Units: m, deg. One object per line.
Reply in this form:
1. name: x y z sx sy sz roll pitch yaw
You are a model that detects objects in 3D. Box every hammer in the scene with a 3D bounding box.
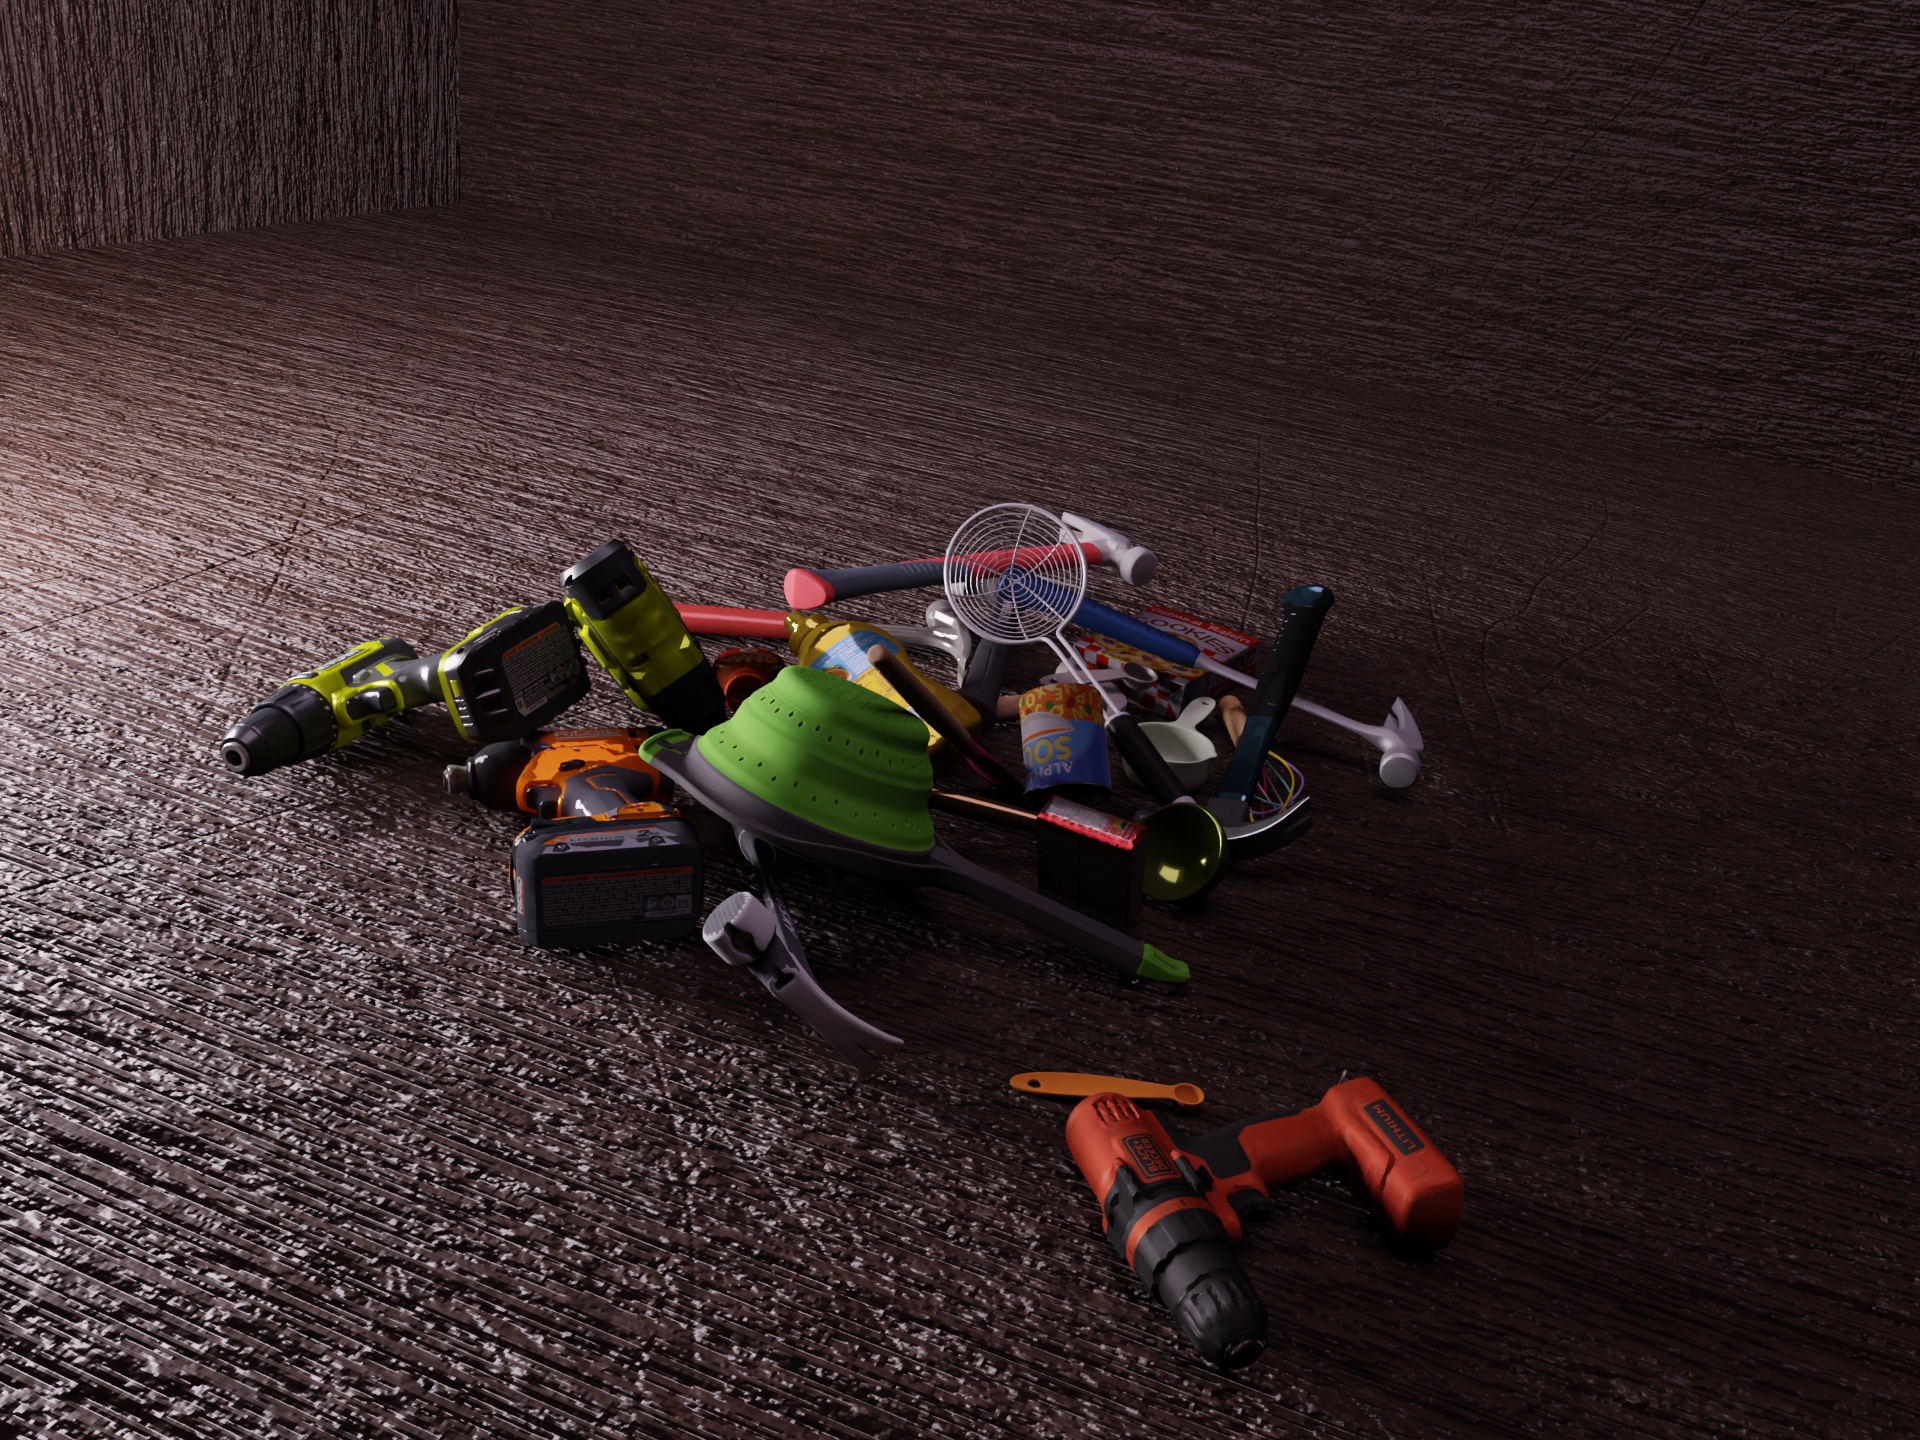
1. hammer: -0.130 0.097 1.072 0.036 0.149 0.409 -41 23 2
2. hammer: 0.252 -0.006 1.316 0.128 0.033 0.331 8 44 24
3. hammer: 0.039 -0.070 1.456 0.146 0.035 0.335 10 25 4
4. hammer: 0.227 -0.052 1.450 0.405 0.035 0.144 24 24 8
5. hammer: -0.001 -0.152 1.534 0.386 0.038 0.143 -10 29 -33
6. hammer: -0.002 -0.004 1.386 0.331 0.031 0.130 -6 28 -26
7. hammer: -0.170 -0.086 1.506 0.359 0.036 0.149 4 25 -9

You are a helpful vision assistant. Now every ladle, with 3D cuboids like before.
1. ladle: 0.040 0.068 1.174 0.320 0.078 0.062 14 -19 2

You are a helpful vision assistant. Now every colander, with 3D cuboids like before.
1. colander: -0.012 0.059 1.071 0.397 0.094 0.204 25 8 1

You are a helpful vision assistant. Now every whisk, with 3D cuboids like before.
1. whisk: 0.250 0.030 1.381 0.051 0.047 0.245 5 21 -3
2. whisk: -0.114 0.060 1.203 0.055 0.055 0.239 -3 32 -21

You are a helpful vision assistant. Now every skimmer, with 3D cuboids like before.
1. skimmer: 0.096 -0.053 1.313 0.127 0.090 0.364 -28 43 -4

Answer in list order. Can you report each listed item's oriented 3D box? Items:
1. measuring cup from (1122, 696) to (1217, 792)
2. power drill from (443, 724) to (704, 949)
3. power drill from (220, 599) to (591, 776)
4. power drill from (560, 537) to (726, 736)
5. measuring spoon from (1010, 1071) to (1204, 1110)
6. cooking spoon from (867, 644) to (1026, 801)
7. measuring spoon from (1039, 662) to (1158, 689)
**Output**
1. measuring cup: 0.192 0.020 1.386 0.083 0.038 0.167 17 25 19
2. power drill: -0.268 0.070 1.098 0.164 0.084 0.227 -3 23 -19
3. power drill: -0.412 -0.018 1.181 0.228 0.080 0.190 -8 18 21
4. power drill: -0.245 -0.058 1.247 0.080 0.171 0.223 -36 14 -9
5. measuring spoon: 0.088 0.224 0.956 0.117 0.011 0.021 4 25 1
6. cooking spoon: -0.008 0.007 1.156 0.069 0.017 0.318 37 -4 25
7. measuring spoon: 0.123 -0.034 1.436 0.124 0.018 0.034 -5 35 -28
